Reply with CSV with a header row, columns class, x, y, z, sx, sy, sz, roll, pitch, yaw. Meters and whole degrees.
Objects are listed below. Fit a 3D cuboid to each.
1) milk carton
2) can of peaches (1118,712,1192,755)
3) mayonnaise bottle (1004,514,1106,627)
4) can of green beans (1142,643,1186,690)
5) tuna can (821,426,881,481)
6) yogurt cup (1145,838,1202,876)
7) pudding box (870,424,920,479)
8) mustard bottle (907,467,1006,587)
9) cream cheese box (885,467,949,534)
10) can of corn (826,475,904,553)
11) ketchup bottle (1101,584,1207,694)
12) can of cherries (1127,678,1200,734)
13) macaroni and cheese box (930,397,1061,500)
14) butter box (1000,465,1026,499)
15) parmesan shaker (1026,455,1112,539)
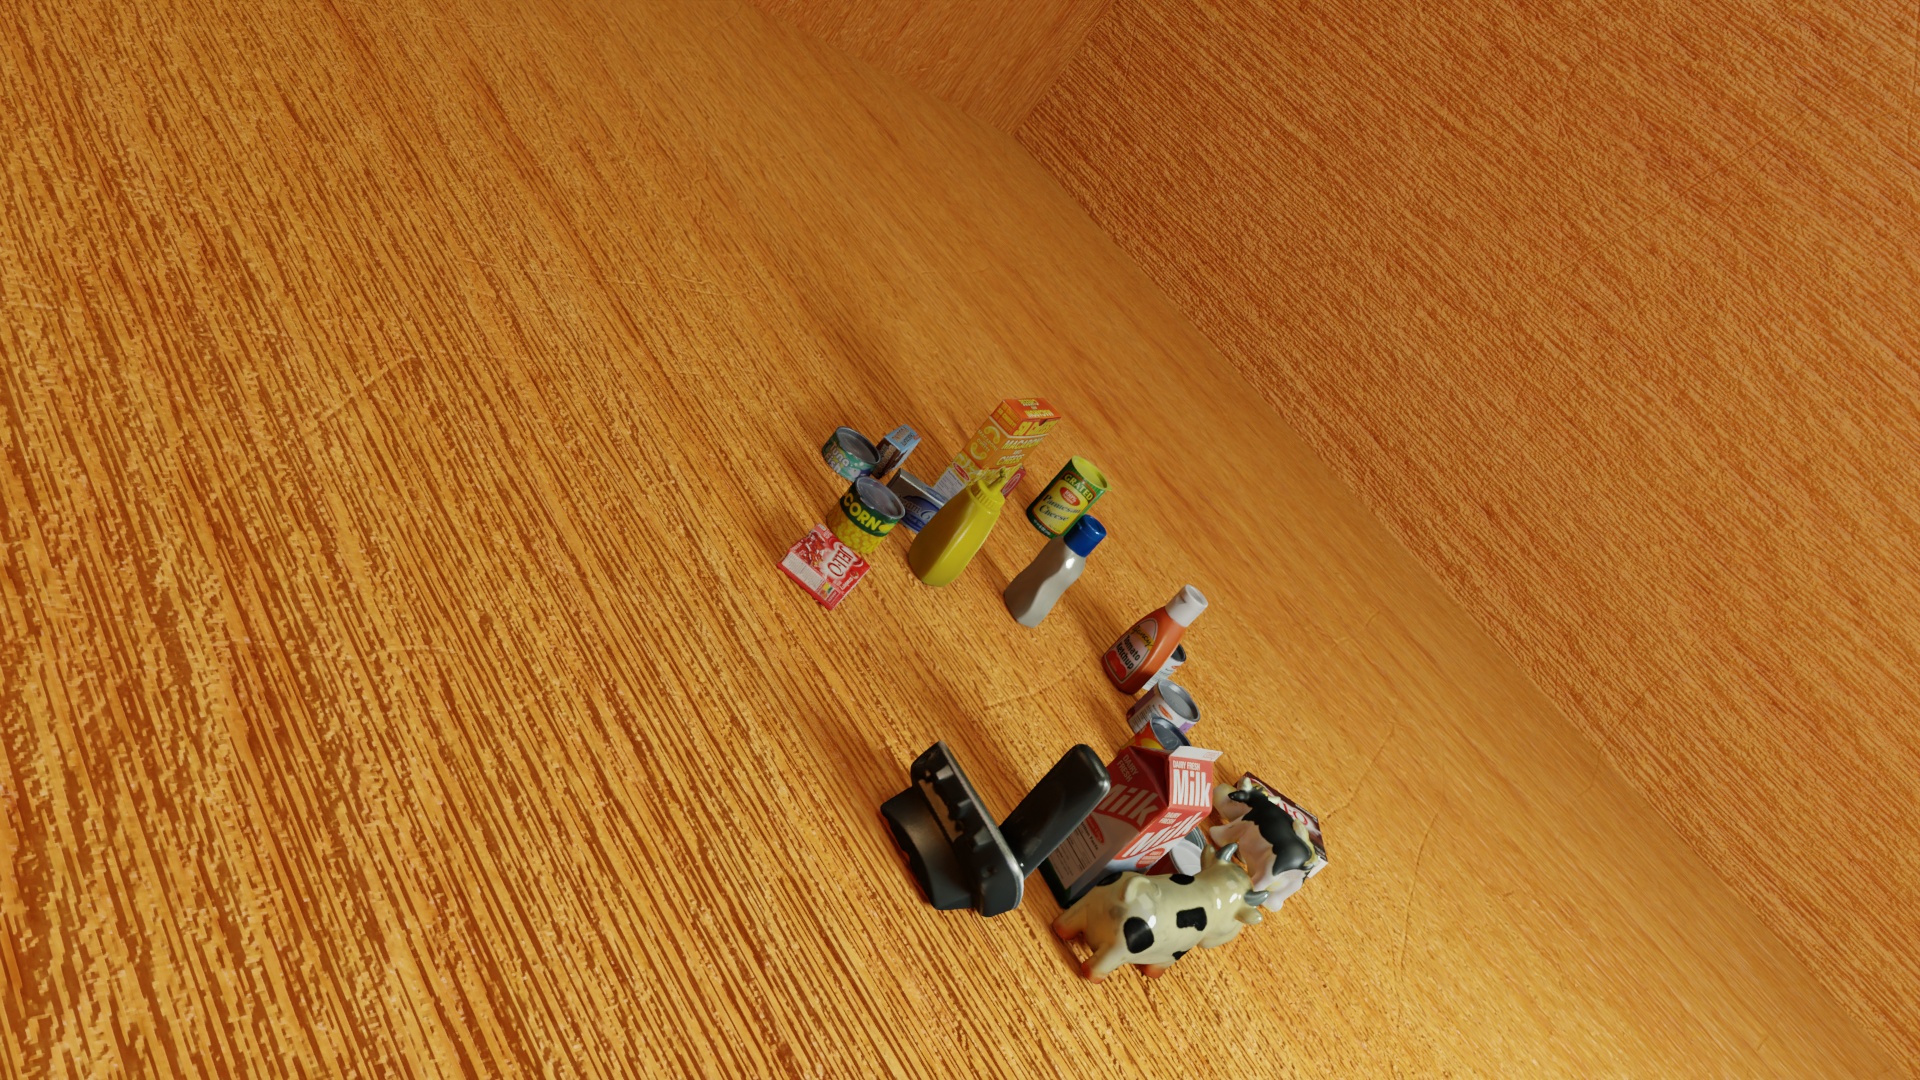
class,x,y,z,sx,sy,sz,roll,pitch,yaw
milk carton,0.156,0.250,1.267,0.072,0.190,0.074,15,34,-46
can of peaches,0.217,0.237,1.548,0.071,0.058,0.071,33,24,-17
mayonnaise bottle,0.113,0.033,1.637,0.041,0.147,0.065,24,28,-35
can of green beans,0.240,0.146,1.744,0.071,0.057,0.071,33,24,-17
tuna can,-0.131,-0.102,1.652,0.071,0.032,0.071,33,24,-17
yogurt cup,0.217,0.339,1.375,0.072,0.053,0.073,33,24,-17
pudding box,-0.084,-0.111,1.718,0.030,0.049,0.084,42,23,2
mustard bottle,0.006,-0.019,1.553,0.049,0.159,0.065,19,31,-42
cream cheese box,-0.045,-0.036,1.640,0.104,0.053,0.024,34,24,-15
can of corn,-0.106,-0.028,1.527,0.071,0.058,0.071,33,24,-17
ketchup bottle,0.237,0.116,1.677,0.043,0.148,0.065,20,30,-40
can of cherries,0.240,0.206,1.638,0.071,0.058,0.072,33,24,-17
macaroni and cheese box,0.043,-0.106,1.754,0.040,0.166,0.124,47,24,15
butter box,0.050,-0.109,1.914,0.024,0.053,0.104,21,30,-39
parmesan shaker,0.148,-0.055,1.903,0.071,0.102,0.071,33,24,-17
